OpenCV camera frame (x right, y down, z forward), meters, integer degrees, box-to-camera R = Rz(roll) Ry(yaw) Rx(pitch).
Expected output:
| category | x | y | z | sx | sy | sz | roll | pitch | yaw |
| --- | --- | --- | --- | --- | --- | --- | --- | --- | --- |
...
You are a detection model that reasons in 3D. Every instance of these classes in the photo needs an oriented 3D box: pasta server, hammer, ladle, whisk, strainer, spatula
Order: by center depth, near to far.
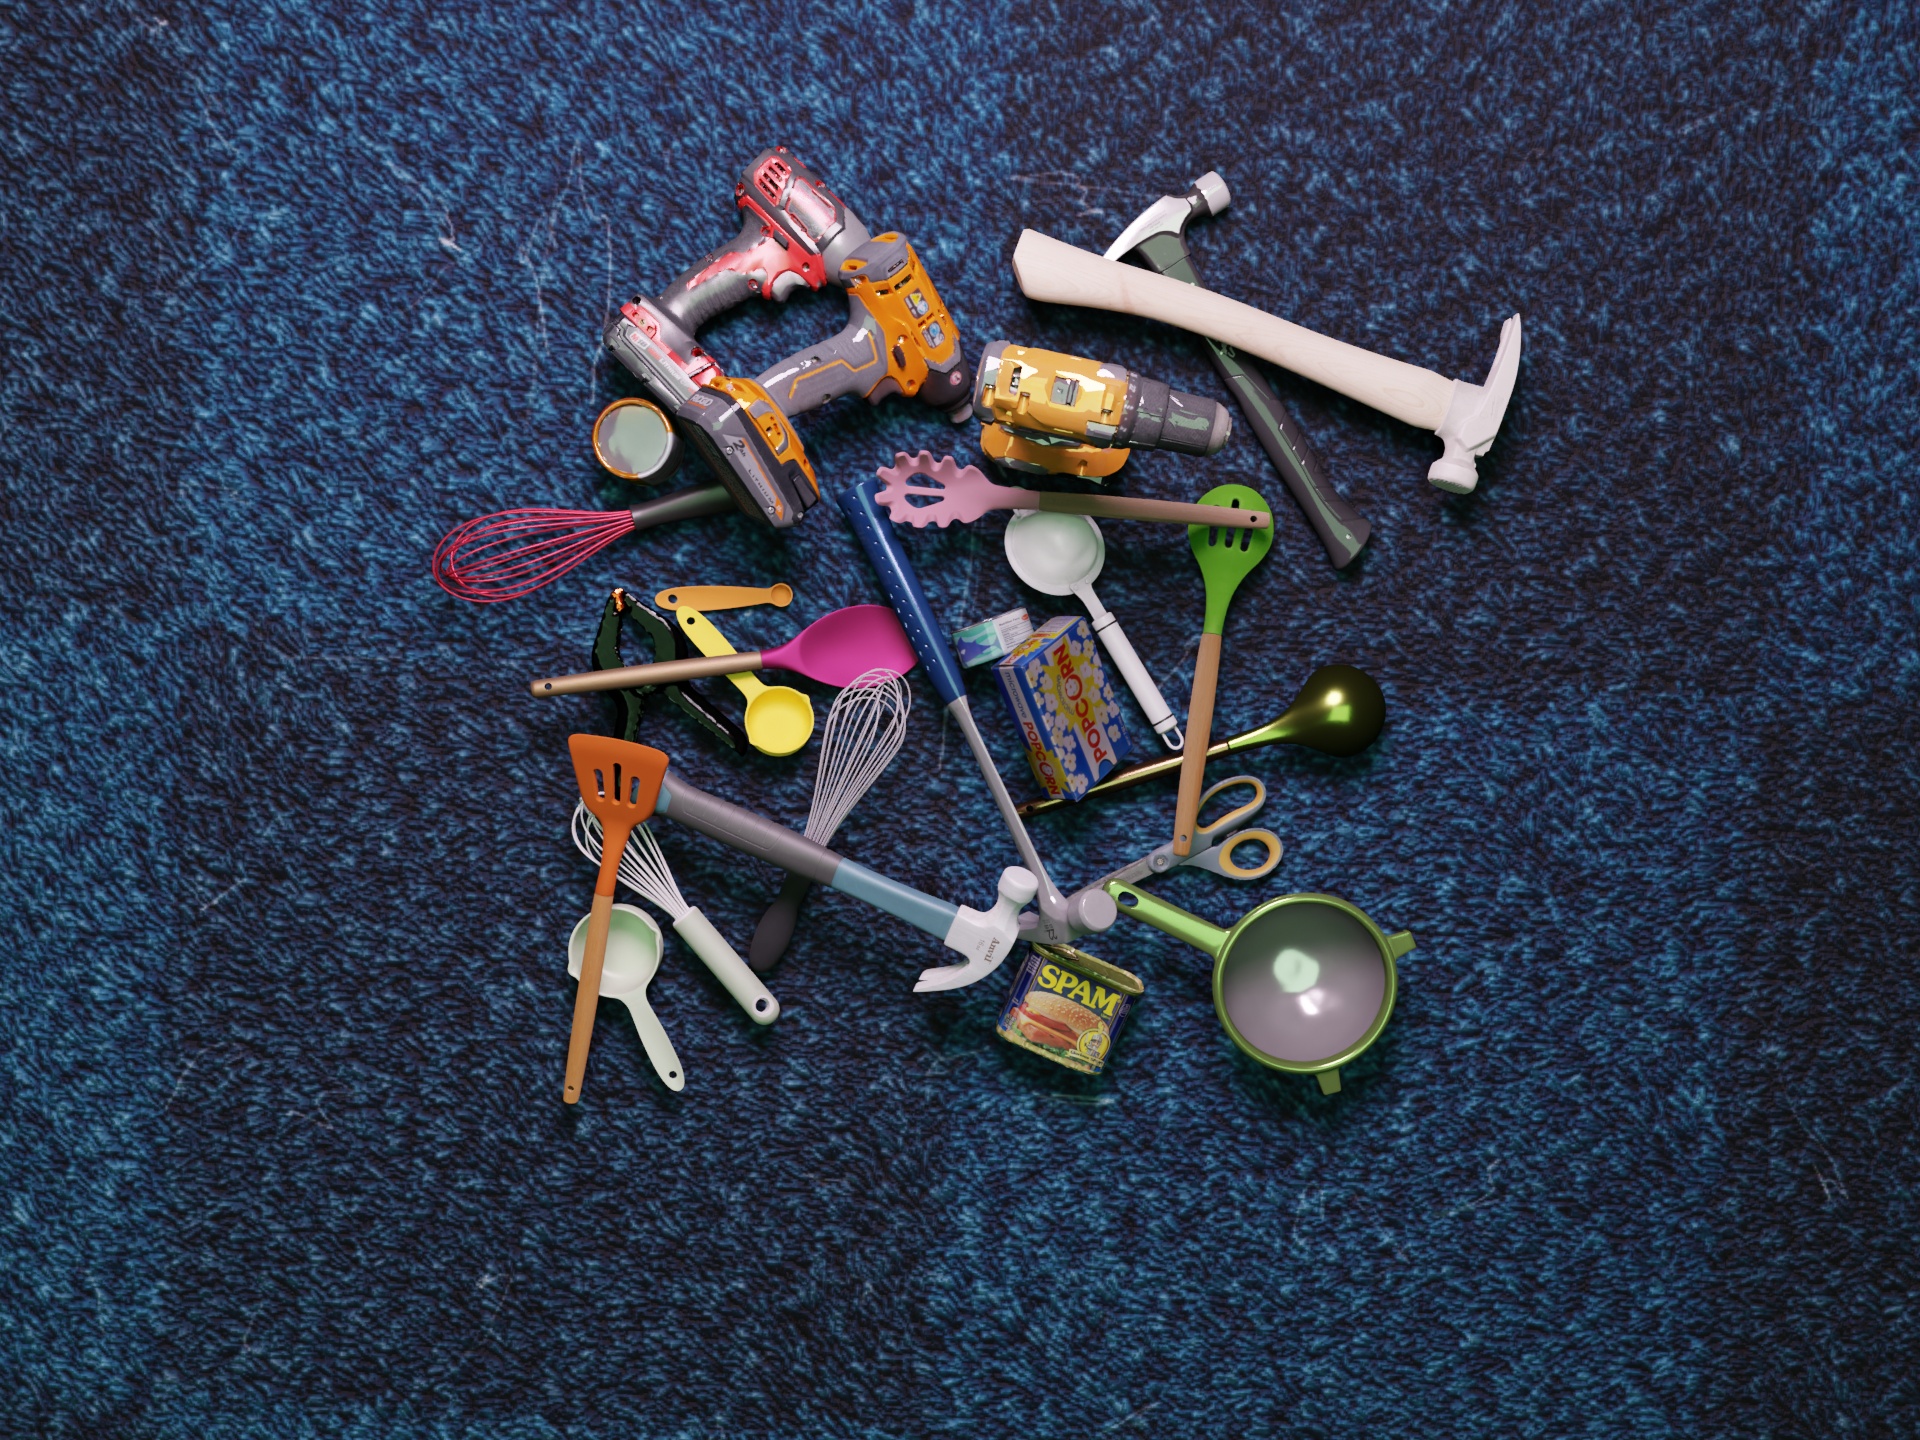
| category | x | y | z | sx | sy | sz | roll | pitch | yaw |
| --- | --- | --- | --- | --- | --- | --- | --- | --- | --- |
| pasta server | 0.090 | -0.173 | 1.272 | 0.316 | 0.040 | 0.060 | 5 | 96 | 0 |
| hammer | 0.242 | -0.318 | 1.273 | 0.410 | 0.038 | 0.146 | 20 | 91 | -2 |
| hammer | -0.111 | 0.115 | 1.273 | 0.331 | 0.033 | 0.128 | 24 | 113 | 5 |
| spatula | -0.295 | 0.165 | 1.286 | 0.081 | 0.041 | 0.322 | 12 | 102 | 1 |
| hammer | -0.002 | -0.004 | 1.293 | 0.035 | 0.144 | 0.405 | -23 | 85 | -29 |
| strainer | 0.116 | -0.089 | 1.306 | 0.087 | 0.050 | 0.258 | -31 | 90 | -20 |
| whisk | -0.287 | -0.160 | 1.309 | 0.296 | 0.073 | 0.073 | -17 | 93 | -5 |
| hammer | 0.233 | -0.271 | 1.310 | 0.146 | 0.035 | 0.335 | -33 | 93 | 1 |
| whisk | -0.113 | 0.086 | 1.315 | 0.070 | 0.070 | 0.284 | 24 | 102 | -1 |
| strainer | 0.232 | 0.189 | 1.318 | 0.256 | 0.069 | 0.151 | 26 | 95 | -1 |
| whisk | -0.235 | 0.157 | 1.324 | 0.058 | 0.059 | 0.246 | -41 | 92 | -19 |
| ladle | 0.198 | 0.029 | 1.329 | 0.320 | 0.062 | 0.078 | -18 | 88 | 8 |

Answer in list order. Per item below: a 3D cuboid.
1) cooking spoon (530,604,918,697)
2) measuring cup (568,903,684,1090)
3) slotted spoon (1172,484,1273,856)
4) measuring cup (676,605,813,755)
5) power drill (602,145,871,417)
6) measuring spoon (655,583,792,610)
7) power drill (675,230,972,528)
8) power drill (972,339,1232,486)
| category | x | y | z | sx | sy | sz | roll | pitch | yaw |
| --- | --- | --- | --- | --- | --- | --- | --- | --- | --- |
| cooking spoon | -0.189 | -0.047 | 1.305 | 0.319 | 0.017 | 0.069 | -8 | 91 | -12 |
| measuring cup | -0.269 | 0.232 | 1.339 | 0.083 | 0.038 | 0.167 | -24 | 95 | 2 |
| slotted spoon | 0.204 | -0.044 | 1.299 | 0.070 | 0.031 | 0.314 | 9 | 84 | 7 |
| measuring cup | -0.184 | -0.034 | 1.330 | 0.062 | 0.029 | 0.156 | -40 | 82 | -15 |
| power drill | -0.171 | -0.341 | 1.290 | 0.143 | 0.078 | 0.219 | 44 | 90 | -3 |
| measuring spoon | -0.198 | -0.104 | 1.335 | 0.117 | 0.011 | 0.021 | -2 | 104 | 4 |
| power drill | -0.093 | -0.254 | 1.259 | 0.226 | 0.084 | 0.164 | -43 | 124 | -12 |
| power drill | 0.102 | -0.230 | 1.216 | 0.185 | 0.226 | 0.084 | 12 | 93 | -1 |
